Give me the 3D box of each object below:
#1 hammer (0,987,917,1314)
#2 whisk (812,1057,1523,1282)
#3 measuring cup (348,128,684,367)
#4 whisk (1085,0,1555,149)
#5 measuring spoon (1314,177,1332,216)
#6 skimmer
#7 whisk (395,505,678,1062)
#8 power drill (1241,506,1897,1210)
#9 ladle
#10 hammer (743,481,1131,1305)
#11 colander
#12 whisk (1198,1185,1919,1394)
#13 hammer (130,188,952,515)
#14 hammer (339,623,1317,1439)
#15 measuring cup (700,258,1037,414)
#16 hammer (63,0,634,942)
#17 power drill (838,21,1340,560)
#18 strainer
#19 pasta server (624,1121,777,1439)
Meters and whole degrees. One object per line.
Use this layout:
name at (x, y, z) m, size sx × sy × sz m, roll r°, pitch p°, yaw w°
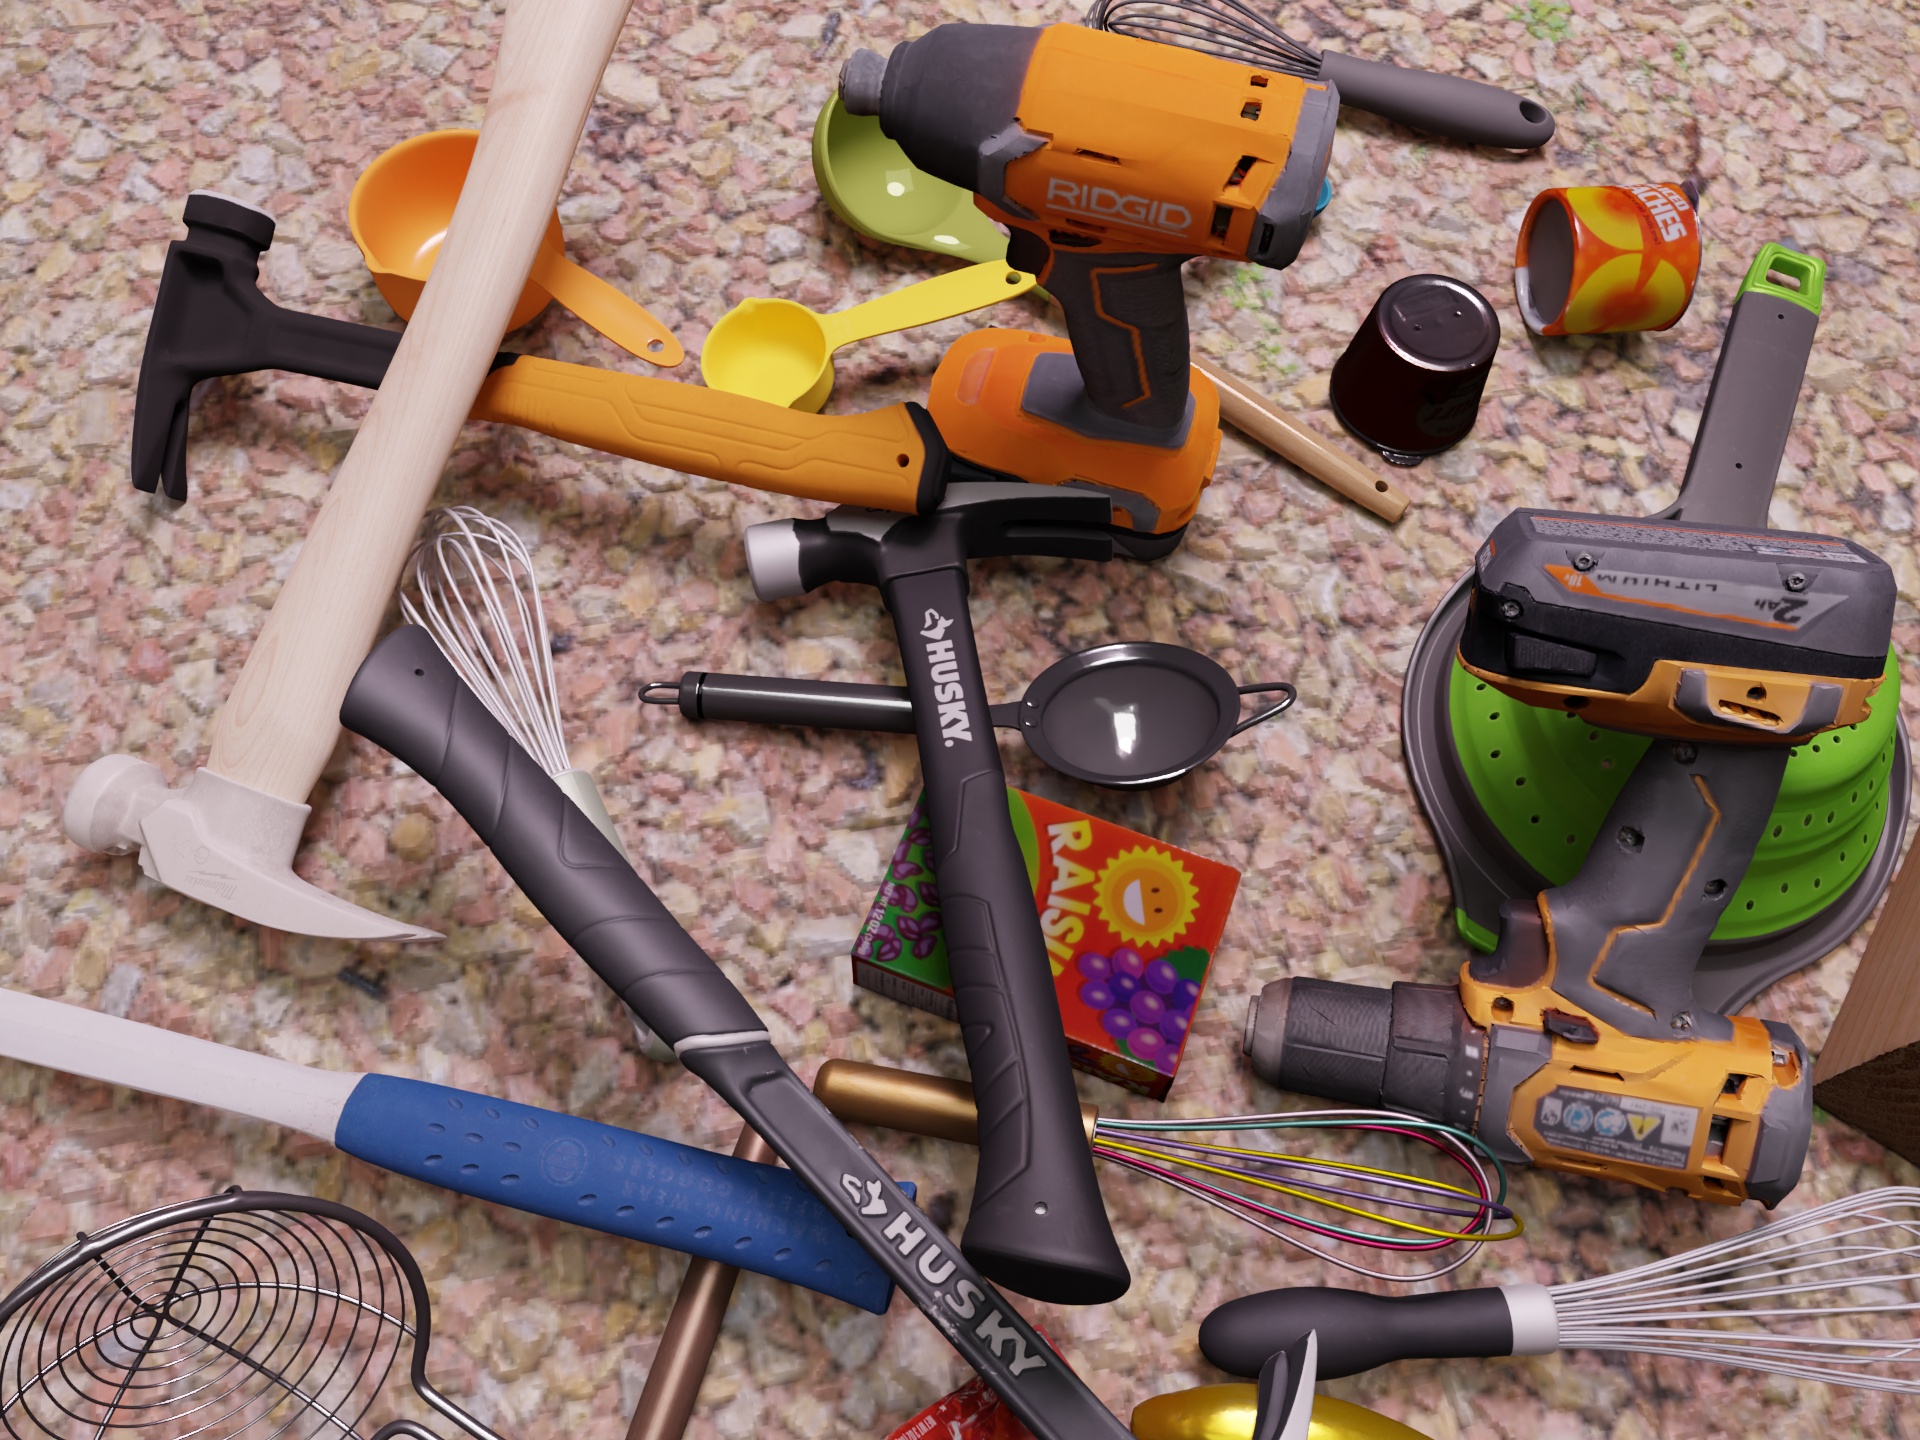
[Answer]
hammer at (-0.217, 0.135, 0.536) m, size 0.405 × 0.035 × 0.144 m, roll 12°, pitch 58°, yaw 6°
whisk at (0.067, 0.147, 0.547) m, size 0.245 × 0.051 × 0.047 m, roll 8°, pitch 33°, yaw 10°
measuring cup at (-0.188, -0.190, 0.703) m, size 0.174 × 0.052 × 0.095 m, roll 35°, pitch 68°, yaw 11°
whisk at (0.179, -0.322, 0.789) m, size 0.239 × 0.055 × 0.055 m, roll 15°, pitch 65°, yaw 0°
measuring spoon at (0.123, -0.231, 0.742) m, size 0.128 × 0.021 × 0.042 m, roll -34°, pitch 73°, yaw -29°
skimmer at (-0.096, 0.247, 0.444) m, size 0.363 × 0.090 × 0.127 m, roll 28°, pitch 92°, yaw -2°
whisk at (-0.157, 0.018, 0.608) m, size 0.059 × 0.057 × 0.246 m, roll -12°, pitch 66°, yaw -42°
power drill at (0.197, 0.047, 0.536) m, size 0.185 × 0.084 × 0.226 m, roll 7°, pitch 108°, yaw 14°
ladle at (0.066, -0.187, 0.711) m, size 0.320 × 0.062 × 0.078 m, roll 36°, pitch 70°, yaw 11°
hammer at (0.009, 0.035, 0.547) m, size 0.146 × 0.035 × 0.335 m, roll -10°, pitch 49°, yaw -2°
colander at (0.317, -0.074, 0.645) m, size 0.204 × 0.094 × 0.397 m, roll 23°, pitch 66°, yaw 8°
whisk at (0.222, 0.200, 0.534) m, size 0.284 × 0.070 × 0.070 m, roll -4°, pitch 65°, yaw 1°
hammer at (-0.170, -0.123, 0.639) m, size 0.337 × 0.034 × 0.127 m, roll 12°, pitch 89°, yaw 8°
hammer at (-0.057, 0.114, 0.501) m, size 0.409 × 0.036 × 0.149 m, roll 45°, pitch 44°, yaw 14°
measuring cup at (-0.036, -0.169, 0.700) m, size 0.156 × 0.029 × 0.062 m, roll -18°, pitch 67°, yaw -2°
hammer at (-0.193, -0.122, 0.600) m, size 0.146 × 0.038 × 0.411 m, roll 19°, pitch 84°, yaw 12°
power drill at (0.036, -0.161, 0.600) m, size 0.164 × 0.226 × 0.084 m, roll 15°, pitch 65°, yaw 4°
strainer at (-0.001, -0.002, 0.628) m, size 0.258 × 0.050 × 0.087 m, roll 4°, pitch 40°, yaw 6°
pasta server at (-0.109, 0.263, 0.497) m, size 0.060 × 0.040 × 0.316 m, roll 21°, pitch 64°, yaw -4°
